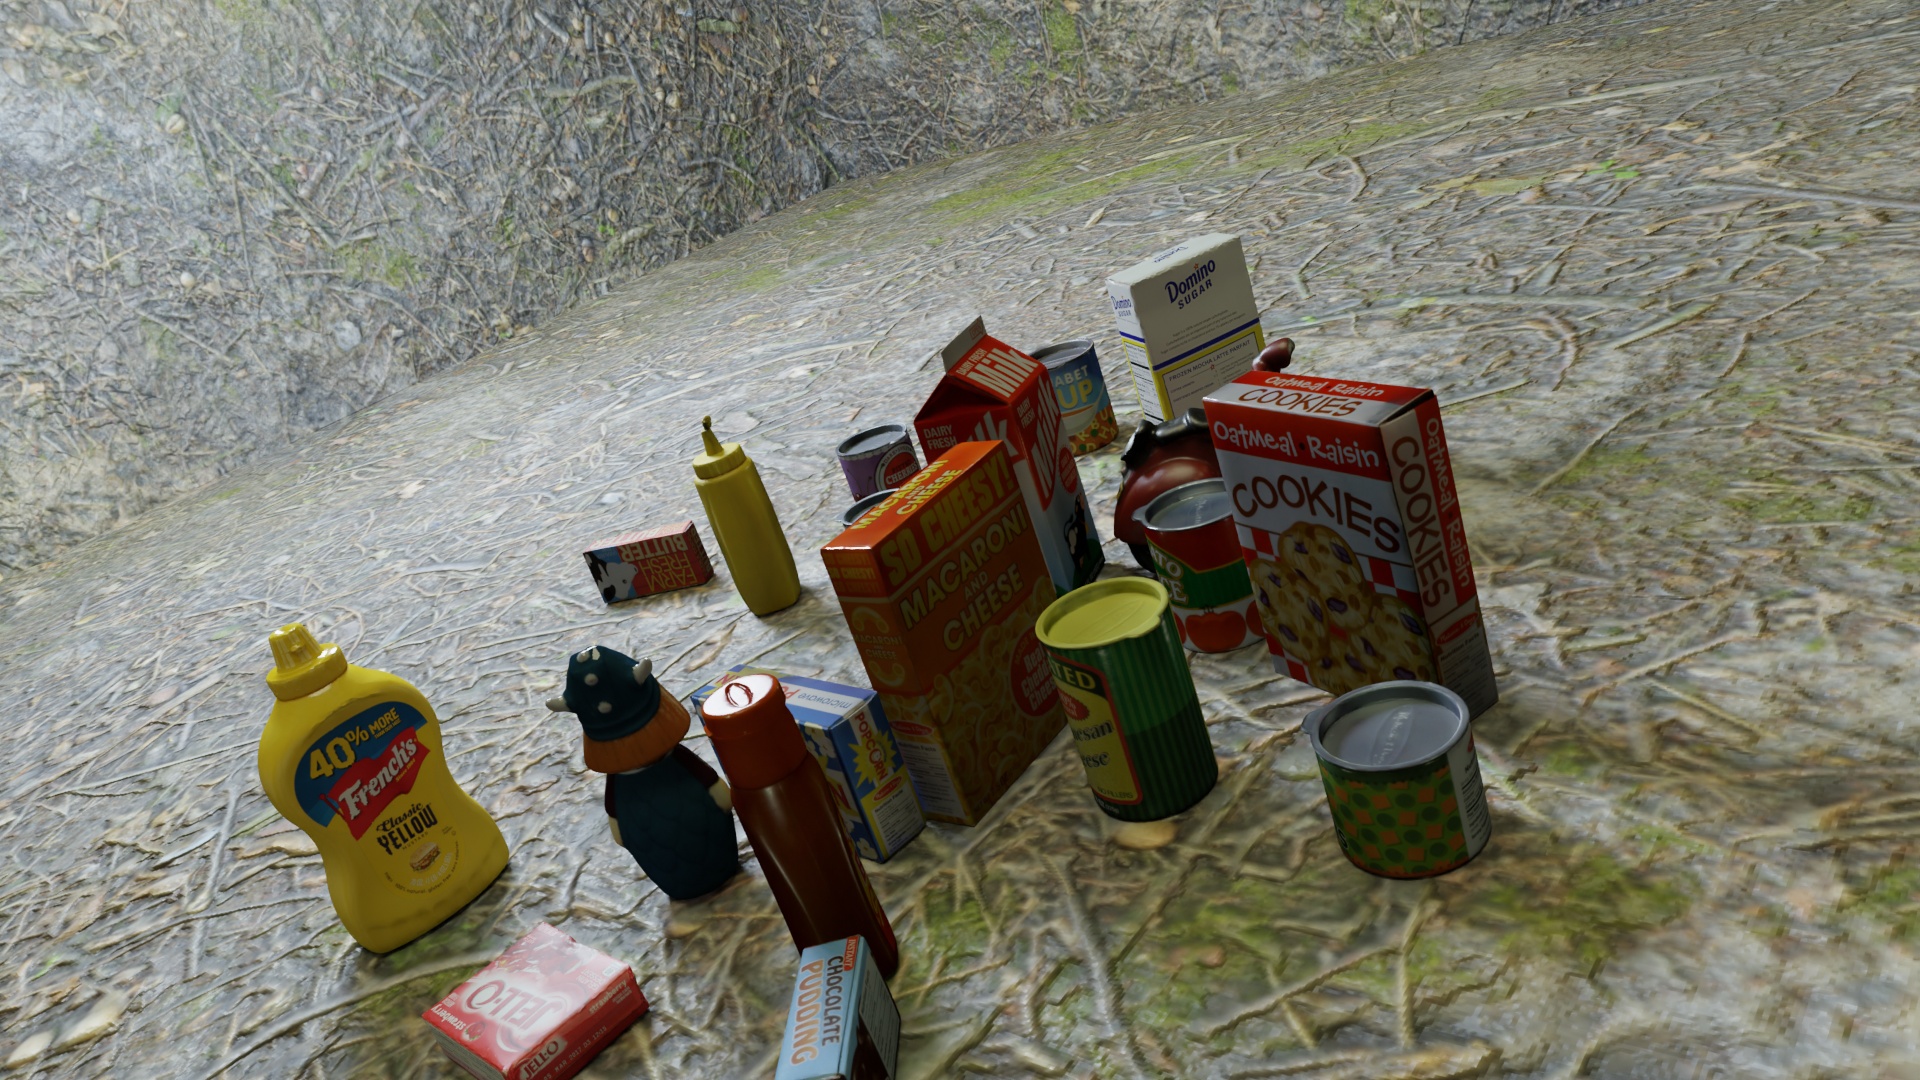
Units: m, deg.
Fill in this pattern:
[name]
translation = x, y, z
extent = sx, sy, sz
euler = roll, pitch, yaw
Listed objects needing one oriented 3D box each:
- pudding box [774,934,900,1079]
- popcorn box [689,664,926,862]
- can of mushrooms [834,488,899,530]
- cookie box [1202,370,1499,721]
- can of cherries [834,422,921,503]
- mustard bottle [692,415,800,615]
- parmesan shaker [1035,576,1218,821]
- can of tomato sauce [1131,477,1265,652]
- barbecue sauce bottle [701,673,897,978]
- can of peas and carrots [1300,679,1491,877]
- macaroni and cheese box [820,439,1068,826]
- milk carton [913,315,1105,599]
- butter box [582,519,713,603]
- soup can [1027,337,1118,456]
[pudding box]
translation = -0.048, 0.207, 0.562
extent = 0.030, 0.049, 0.084
euler = -16, 22, 9
[popcorn box]
translation = -0.084, 0.118, 0.755
extent = 0.126, 0.085, 0.038
euler = 4, 31, 46
[can of mushrooms]
translation = -0.063, -0.014, 1.125
extent = 0.071, 0.033, 0.071
euler = -17, 22, 7
[cookie box]
translation = 0.193, 0.002, 0.691
extent = 0.040, 0.167, 0.123
euler = -29, 23, -23
[can of cherries]
translation = -0.068, -0.063, 1.214
extent = 0.071, 0.058, 0.072
euler = -17, 21, 7
[mustard bottle]
translation = -0.169, -0.023, 1.063
extent = 0.049, 0.159, 0.065
euler = -20, 21, -1
[parmesan shaker]
translation = 0.085, 0.079, 0.684
extent = 0.071, 0.102, 0.071
euler = -17, 21, 7
[can of tomato sauce]
translation = 0.146, 0.015, 0.814
extent = 0.071, 0.082, 0.071
euler = -17, 21, 7
[barbecue sauce bottle]
translation = -0.074, 0.132, 0.629
extent = 0.044, 0.148, 0.065
euler = -25, 22, -15
[can of peas and carrots]
translation = 0.188, 0.103, 0.601
extent = 0.071, 0.058, 0.071
euler = -17, 21, 7
[macaroni and cheese box]
translation = 0.001, 0.047, 0.744
extent = 0.040, 0.166, 0.124
euler = -1, 28, 40
[milk carton]
translation = 0.029, -0.049, 0.918
extent = 0.073, 0.190, 0.073
euler = -8, 24, 27
[butter box]
translation = -0.267, 0.019, 1.192
extent = 0.103, 0.053, 0.024
euler = -12, 22, 19
[soup can]
translation = 0.092, -0.120, 1.182
extent = 0.071, 0.083, 0.071
euler = -17, 21, 7
